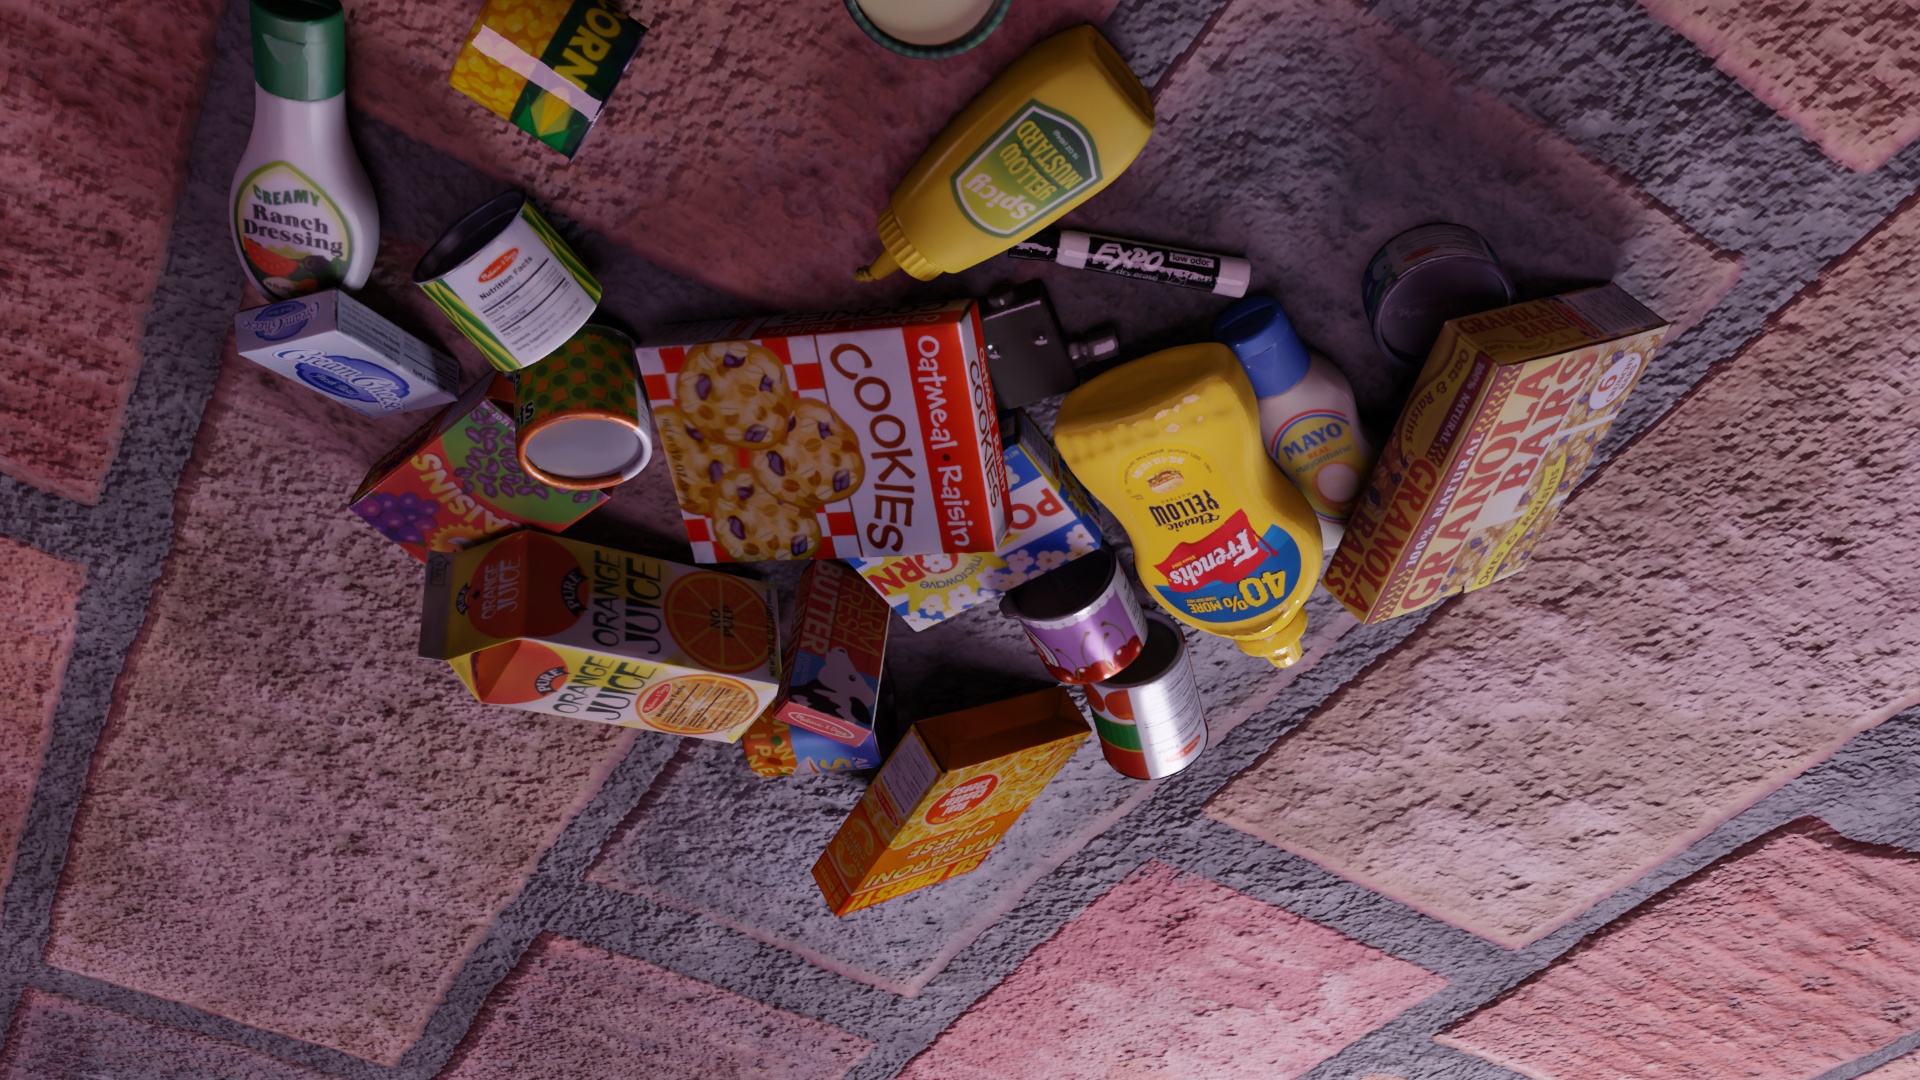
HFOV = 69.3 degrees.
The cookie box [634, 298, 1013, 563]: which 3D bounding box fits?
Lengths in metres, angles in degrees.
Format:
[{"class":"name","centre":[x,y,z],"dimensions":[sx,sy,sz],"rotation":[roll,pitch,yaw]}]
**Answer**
[{"class":"cookie box","centre":[-0.066,-0.053,0.702],"dimensions":[0.167,0.040,0.122],"rotation":[-3,117,15]}]

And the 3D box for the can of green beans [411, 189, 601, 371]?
[{"class":"can of green beans","centre":[-0.214,-0.123,0.660],"dimensions":[0.071,0.071,0.057],"rotation":[-22,127,20]}]

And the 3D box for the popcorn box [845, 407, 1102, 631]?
[{"class":"popcorn box","centre":[0.003,-0.010,0.766],"dimensions":[0.126,0.038,0.085],"rotation":[-26,125,23]}]

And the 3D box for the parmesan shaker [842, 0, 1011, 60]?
[{"class":"parmesan shaker","centre":[-0.012,-0.232,0.530],"dimensions":[0.071,0.103,0.071],"rotation":[1,131,2]}]

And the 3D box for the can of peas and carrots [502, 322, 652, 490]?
[{"class":"can of peas and carrots","centre":[-0.193,-0.066,0.699],"dimensions":[0.071,0.059,0.070],"rotation":[-10,149,-6]}]

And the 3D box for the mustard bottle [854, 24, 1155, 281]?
[{"class":"mustard bottle","centre":[0.011,-0.160,0.628],"dimensions":[0.159,0.049,0.065],"rotation":[-34,120,28]}]

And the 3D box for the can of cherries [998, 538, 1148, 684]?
[{"class":"can of cherries","centre":[0.064,0.040,0.788],"dimensions":[0.071,0.072,0.058],"rotation":[-17,129,17]}]

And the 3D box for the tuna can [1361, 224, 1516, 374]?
[{"class":"tuna can","centre":[0.229,-0.114,0.668],"dimensions":[0.071,0.033,0.070],"rotation":[1,131,2]}]

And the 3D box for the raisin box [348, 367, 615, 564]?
[{"class":"raisin box","centre":[-0.259,-0.031,0.760],"dimensions":[0.123,0.040,0.086],"rotation":[-30,124,26]}]

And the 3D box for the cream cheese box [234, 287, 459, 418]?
[{"class":"cream cheese box","centre":[-0.299,-0.091,0.686],"dimensions":[0.053,0.024,0.103],"rotation":[-11,165,10]}]

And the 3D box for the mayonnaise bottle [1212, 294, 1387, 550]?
[{"class":"mayonnaise bottle","centre":[0.177,-0.060,0.712],"dimensions":[0.064,0.041,0.147],"rotation":[-27,125,20]}]

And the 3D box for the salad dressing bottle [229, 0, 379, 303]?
[{"class":"salad dressing bottle","centre":[-0.300,-0.175,0.633],"dimensions":[0.064,0.044,0.146],"rotation":[12,130,-9]}]

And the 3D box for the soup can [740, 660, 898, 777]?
[{"class":"soup can","centre":[-0.086,0.113,0.857],"dimensions":[0.084,0.072,0.071],"rotation":[-7,130,9]}]

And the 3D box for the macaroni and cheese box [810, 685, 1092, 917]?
[{"class":"macaroni and cheese box","centre":[-0.008,0.165,0.879],"dimensions":[0.124,0.040,0.165],"rotation":[-8,143,-40]}]

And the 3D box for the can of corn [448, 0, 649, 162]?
[{"class":"can of corn","centre":[-0.172,-0.205,0.585],"dimensions":[0.058,0.071,0.071],"rotation":[30,126,-21]}]

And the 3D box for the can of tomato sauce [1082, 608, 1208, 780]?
[{"class":"can of tomato sauce","centre":[0.108,0.091,0.833],"dimensions":[0.071,0.071,0.082],"rotation":[-10,129,12]}]

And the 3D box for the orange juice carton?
[{"class":"orange juice carton","centre":[-0.201,0.053,0.775],"dimensions":[0.193,0.072,0.072],"rotation":[15,137,-29]}]

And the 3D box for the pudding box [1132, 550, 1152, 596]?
[{"class":"pudding box","centre":[0.144,0.007,0.780],"dimensions":[0.049,0.030,0.083],"rotation":[38,122,-25]}]

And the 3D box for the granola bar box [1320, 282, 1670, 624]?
[{"class":"granola bar box","centre":[0.262,-0.040,0.689],"dimensions":[0.124,0.039,0.164],"rotation":[-15,138,-29]}]

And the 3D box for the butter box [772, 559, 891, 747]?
[{"class":"butter box","centre":[-0.071,0.062,0.790],"dimensions":[0.053,0.104,0.024],"rotation":[23,137,-19]}]
